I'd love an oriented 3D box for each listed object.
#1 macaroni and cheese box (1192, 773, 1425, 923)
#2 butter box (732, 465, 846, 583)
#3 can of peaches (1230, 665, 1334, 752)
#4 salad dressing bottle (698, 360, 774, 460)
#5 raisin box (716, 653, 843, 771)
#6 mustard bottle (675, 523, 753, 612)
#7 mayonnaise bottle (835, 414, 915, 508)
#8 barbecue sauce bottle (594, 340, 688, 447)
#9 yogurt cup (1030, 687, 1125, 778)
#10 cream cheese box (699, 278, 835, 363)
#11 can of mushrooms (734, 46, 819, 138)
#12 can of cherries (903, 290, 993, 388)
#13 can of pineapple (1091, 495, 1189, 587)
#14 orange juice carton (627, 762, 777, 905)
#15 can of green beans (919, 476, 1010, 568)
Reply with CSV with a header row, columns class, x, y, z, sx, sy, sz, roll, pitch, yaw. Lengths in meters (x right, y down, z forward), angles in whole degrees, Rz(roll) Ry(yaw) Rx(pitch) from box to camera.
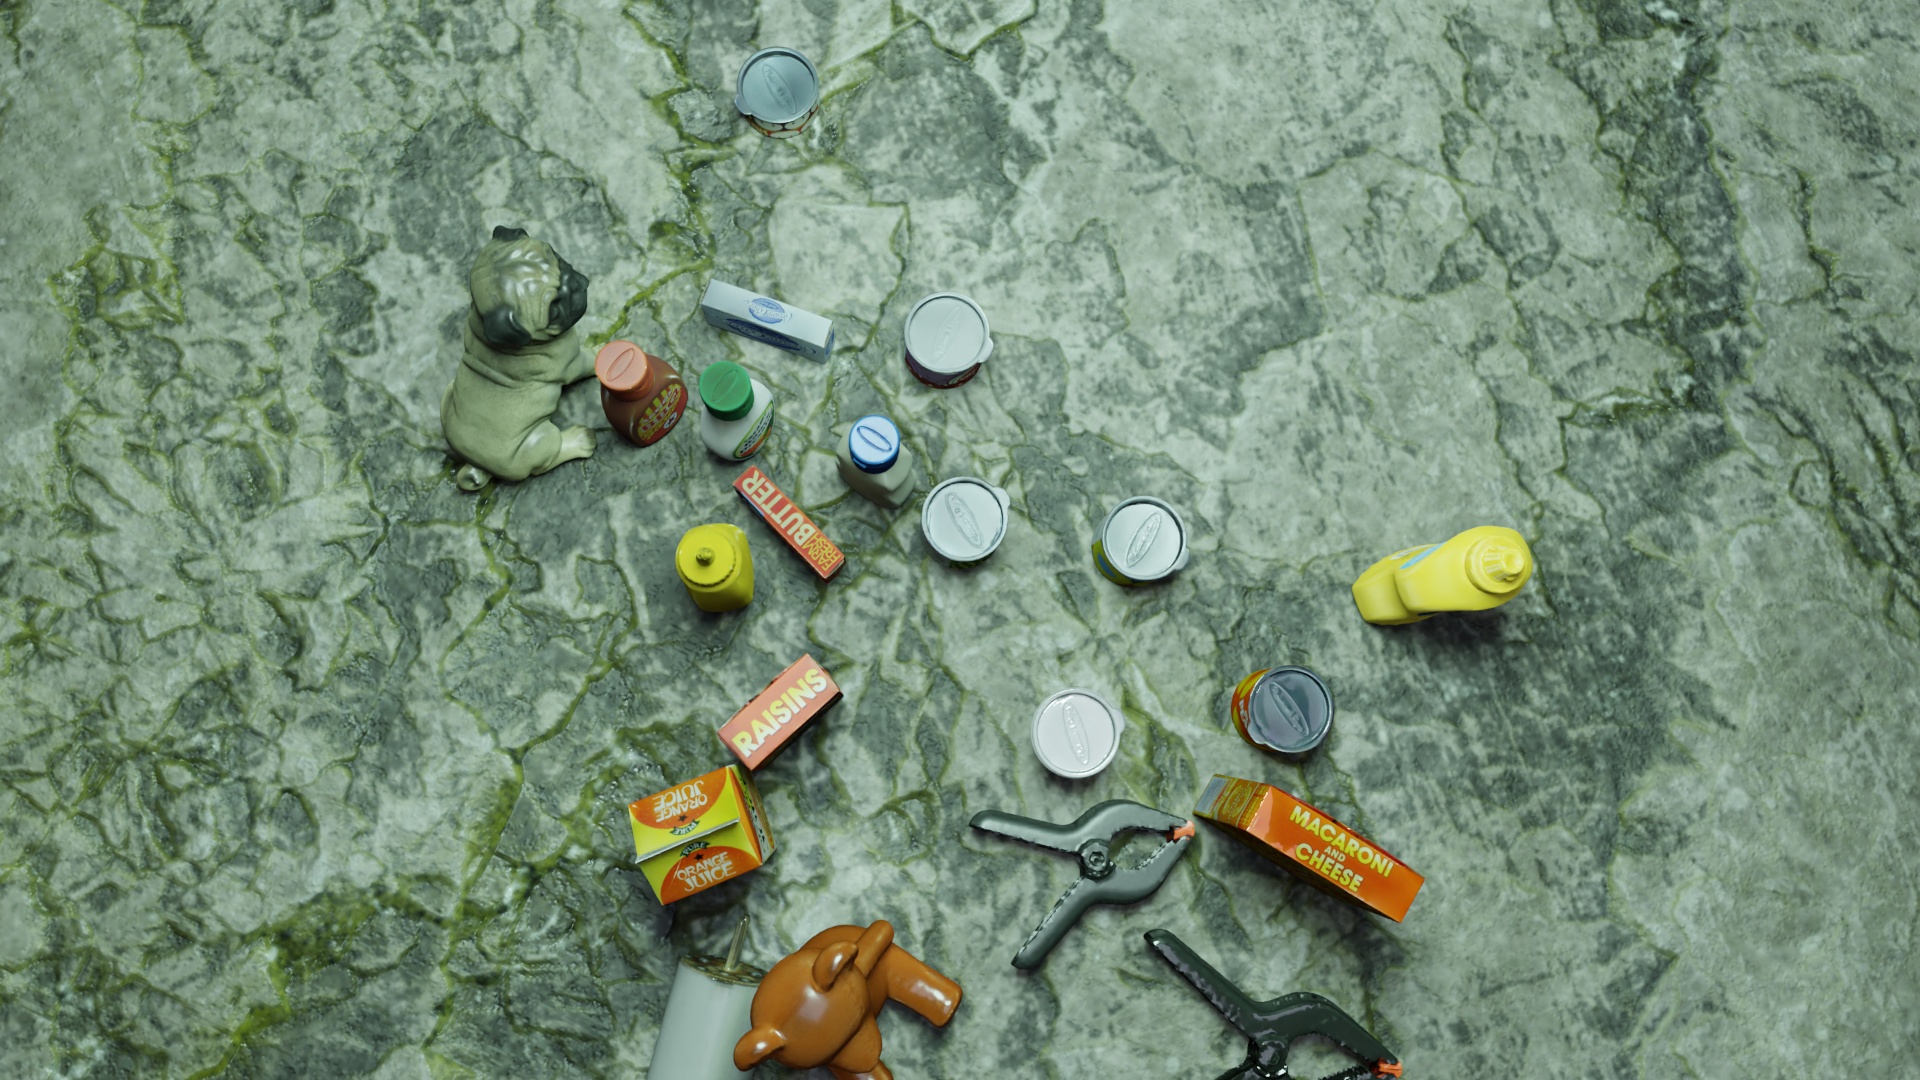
class,x,y,z,sx,sy,sz,roll,pitch,yaw
macaroni and cheese box,0.247,0.219,1.011,0.124,0.166,0.040,31,82,1
butter box,-0.132,-0.012,1.078,0.103,0.053,0.024,45,82,3
can of peaches,0.247,0.132,1.078,0.071,0.058,0.071,0,82,-3
salad dressing bottle,-0.170,-0.098,1.040,0.044,0.147,0.064,35,82,2
raisin box,-0.130,0.126,1.023,0.086,0.123,0.040,-41,87,-8
mustard bottle,-0.181,0.016,1.016,0.049,0.160,0.065,-8,83,-4
mayonnaise bottle,-0.064,-0.061,1.041,0.065,0.148,0.041,35,82,1
barbecue sauce bottle,-0.241,-0.113,1.037,0.044,0.148,0.065,37,82,2
yogurt cup,0.085,0.148,1.068,0.072,0.054,0.072,0,82,-3
cream cheese box,-0.151,-0.173,1.099,0.104,0.053,0.024,19,82,-1
can of mushrooms,-0.151,-0.365,1.137,0.071,0.033,0.071,0,82,-4
can of cherries,-0.010,-0.156,1.103,0.071,0.058,0.071,0,82,-3
can of pineapple,0.140,0.003,1.090,0.071,0.058,0.071,0,82,-3
orange juice carton,-0.179,0.203,0.973,0.072,0.192,0.073,-20,84,-6
can of green beans,0.002,-0.013,1.084,0.071,0.057,0.071,0,82,-3
